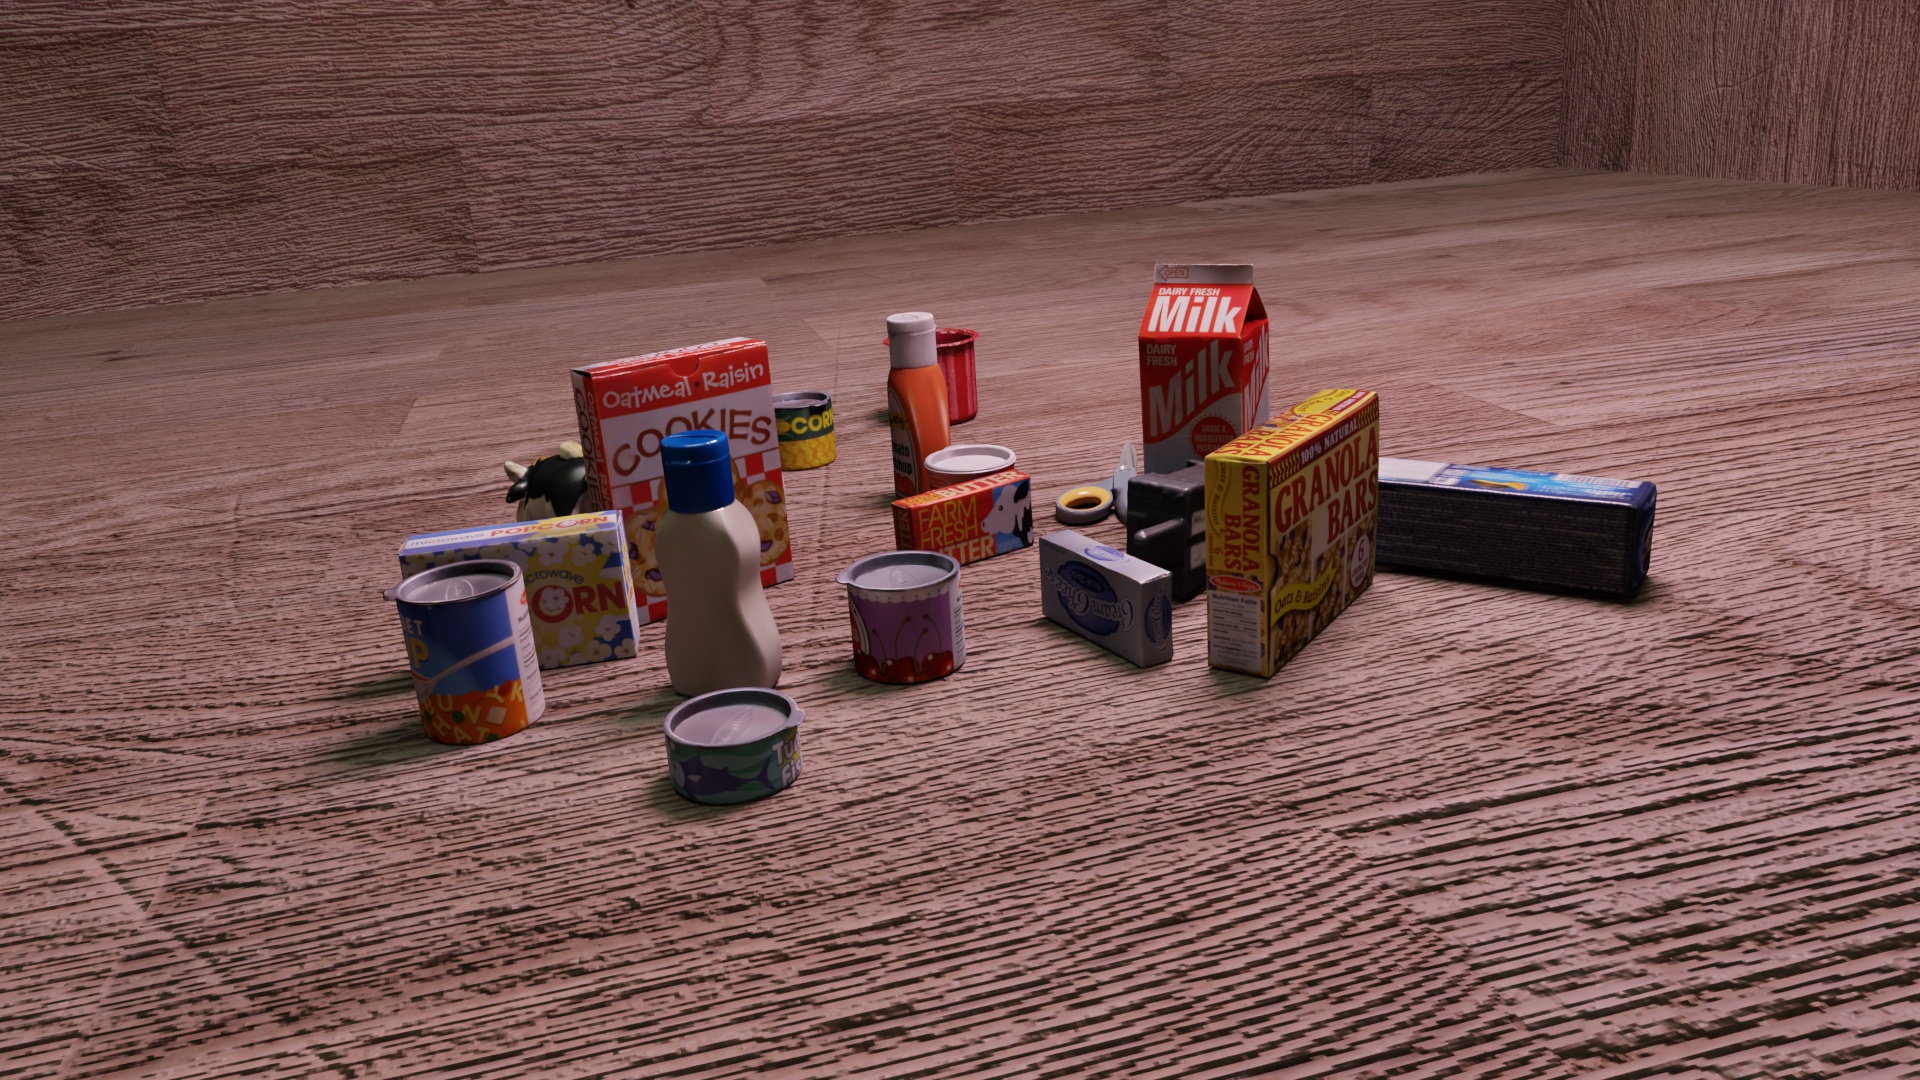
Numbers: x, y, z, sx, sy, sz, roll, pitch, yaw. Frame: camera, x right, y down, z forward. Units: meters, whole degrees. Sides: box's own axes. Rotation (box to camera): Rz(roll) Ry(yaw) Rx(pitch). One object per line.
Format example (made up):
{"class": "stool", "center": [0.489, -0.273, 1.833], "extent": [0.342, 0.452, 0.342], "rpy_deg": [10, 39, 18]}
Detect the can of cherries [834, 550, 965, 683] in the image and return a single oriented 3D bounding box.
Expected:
{"class": "can of cherries", "center": [-0.034, 0.043, 0.798], "extent": [0.071, 0.058, 0.072], "rpy_deg": [-4, 18, 1]}

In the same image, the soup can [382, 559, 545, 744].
{"class": "soup can", "center": [-0.270, 0.060, 0.759], "extent": [0.071, 0.083, 0.071], "rpy_deg": [-4, 18, 1]}

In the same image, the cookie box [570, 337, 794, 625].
{"class": "cookie box", "center": [-0.178, -0.040, 0.907], "extent": [0.123, 0.166, 0.040], "rpy_deg": [-17, 22, -34]}

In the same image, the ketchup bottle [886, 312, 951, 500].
{"class": "ketchup bottle", "center": [-0.033, -0.102, 1.086], "extent": [0.044, 0.148, 0.065], "rpy_deg": [-12, 20, -22]}

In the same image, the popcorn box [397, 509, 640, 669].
{"class": "popcorn box", "center": [-0.262, 0.034, 0.834], "extent": [0.127, 0.085, 0.038], "rpy_deg": [-8, 19, -10]}

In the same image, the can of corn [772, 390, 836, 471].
{"class": "can of corn", "center": [-0.144, -0.098, 1.238], "extent": [0.071, 0.058, 0.071], "rpy_deg": [-4, 18, 1]}

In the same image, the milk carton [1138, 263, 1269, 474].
{"class": "milk carton", "center": [0.169, -0.095, 0.956], "extent": [0.072, 0.189, 0.074], "rpy_deg": [5, 20, 26]}

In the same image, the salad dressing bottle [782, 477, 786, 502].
{"class": "salad dressing bottle", "center": [-0.164, -0.068, 1.016], "extent": [0.064, 0.147, 0.044], "rpy_deg": [4, 20, 22]}

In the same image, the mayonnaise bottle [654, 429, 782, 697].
{"class": "mayonnaise bottle", "center": [-0.137, 0.014, 0.768], "extent": [0.065, 0.147, 0.041], "rpy_deg": [1, 19, 16]}

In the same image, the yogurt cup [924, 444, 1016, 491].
{"class": "yogurt cup", "center": [0.009, -0.037, 1.032], "extent": [0.072, 0.053, 0.072], "rpy_deg": [-4, 19, 1]}

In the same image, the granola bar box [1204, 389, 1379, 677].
{"class": "granola bar box", "center": [0.195, -0.009, 0.802], "extent": [0.039, 0.123, 0.166], "rpy_deg": [9, 22, 34]}

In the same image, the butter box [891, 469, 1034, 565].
{"class": "butter box", "center": [0.003, -0.012, 0.962], "extent": [0.104, 0.053, 0.024], "rpy_deg": [-16, 21, -31]}

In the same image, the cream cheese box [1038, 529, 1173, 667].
{"class": "cream cheese box", "center": [0.084, 0.032, 0.813], "extent": [0.024, 0.053, 0.104], "rpy_deg": [-14, 21, -28]}

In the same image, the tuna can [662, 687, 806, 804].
{"class": "tuna can", "center": [-0.109, 0.101, 0.685], "extent": [0.071, 0.032, 0.071], "rpy_deg": [-4, 19, 1]}
